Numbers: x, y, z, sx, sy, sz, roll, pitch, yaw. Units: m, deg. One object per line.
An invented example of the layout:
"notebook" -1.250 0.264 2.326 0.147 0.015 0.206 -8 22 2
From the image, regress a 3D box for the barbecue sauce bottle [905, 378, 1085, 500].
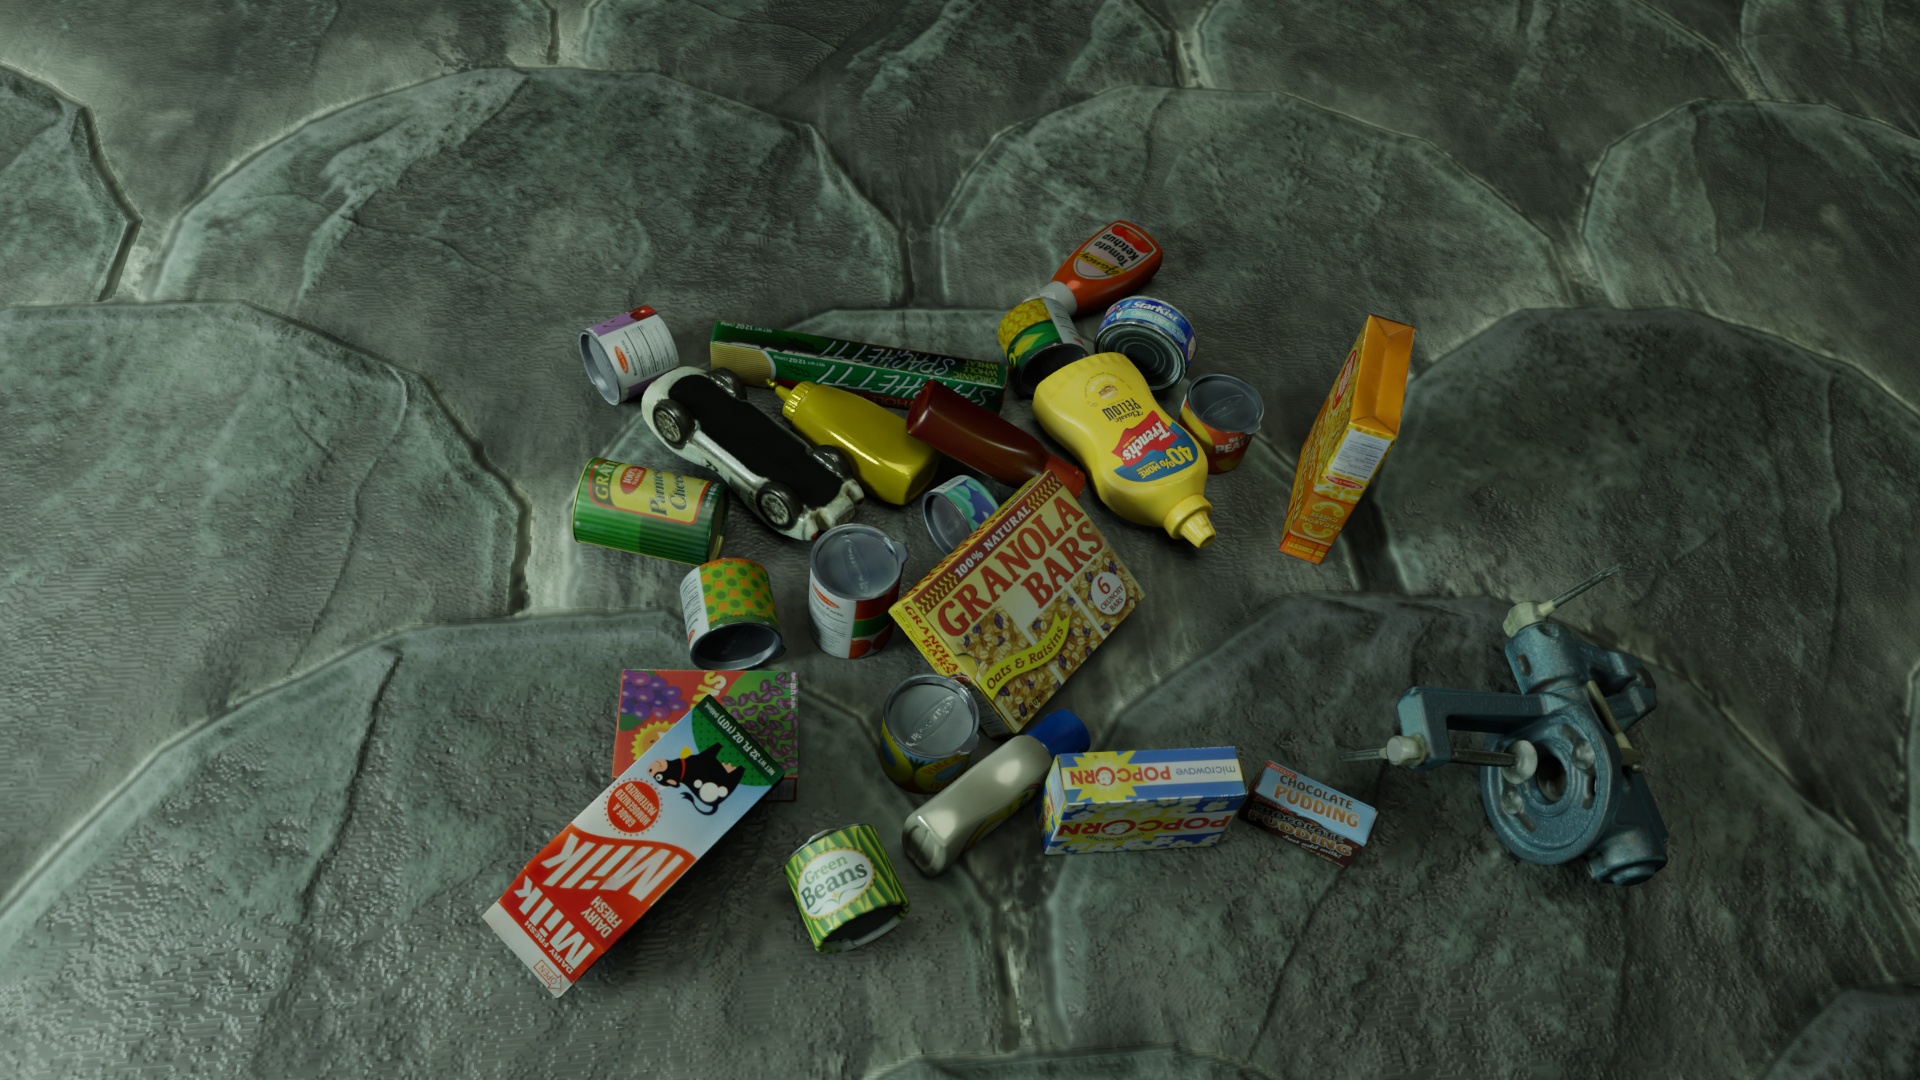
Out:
"barbecue sauce bottle" 0.030 -0.073 1.111 0.148 0.043 0.065 28 26 -15

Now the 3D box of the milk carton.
"milk carton" -0.202 0.190 0.870 0.191 0.073 0.072 -43 86 -14

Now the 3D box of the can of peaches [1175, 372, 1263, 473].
"can of peaches" 0.218 -0.097 1.176 0.071 0.057 0.071 4 54 -6

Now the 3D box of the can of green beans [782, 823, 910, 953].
"can of green beans" -0.073 0.224 0.893 0.071 0.071 0.058 -18 59 -20

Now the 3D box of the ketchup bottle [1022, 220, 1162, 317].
"ketchup bottle" 0.117 -0.238 1.274 0.065 0.043 0.149 40 59 20

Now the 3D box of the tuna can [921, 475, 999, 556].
"tuna can" 0.004 -0.014 1.079 0.033 0.070 0.071 -31 64 -27

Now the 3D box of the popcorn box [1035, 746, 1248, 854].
"popcorn box" 0.122 0.177 0.944 0.127 0.084 0.038 -1 55 -9

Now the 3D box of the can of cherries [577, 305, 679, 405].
"can of cherries" -0.273 -0.153 1.142 0.058 0.071 0.071 -30 63 -26

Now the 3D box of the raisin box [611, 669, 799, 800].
"raisin box" -0.174 0.134 0.961 0.123 0.039 0.086 2 55 -9

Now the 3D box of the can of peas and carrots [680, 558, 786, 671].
"can of peas and carrots" -0.164 0.054 1.005 0.071 0.070 0.059 -8 55 -14

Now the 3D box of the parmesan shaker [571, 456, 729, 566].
"parmesan shaker" -0.232 -0.022 1.051 0.103 0.071 0.072 11 53 0

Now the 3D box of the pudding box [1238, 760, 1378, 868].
"pudding box" 0.243 0.191 0.973 0.084 0.049 0.030 25 56 10

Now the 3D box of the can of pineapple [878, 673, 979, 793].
"can of pineapple" -0.022 0.137 0.969 0.071 0.057 0.071 4 54 -5

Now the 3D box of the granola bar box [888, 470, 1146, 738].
"granola bar box" 0.046 0.045 1.025 0.166 0.039 0.124 -43 99 -31

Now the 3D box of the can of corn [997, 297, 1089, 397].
"can of corn" 0.069 -0.166 1.201 0.071 0.070 0.058 -10 56 -15

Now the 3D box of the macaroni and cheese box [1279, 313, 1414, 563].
"macaroni and cheese box" 0.307 -0.078 1.107 0.040 0.165 0.124 18 54 5

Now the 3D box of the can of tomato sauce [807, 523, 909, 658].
"can of tomato sauce" -0.076 0.038 1.018 0.071 0.082 0.071 4 54 -6

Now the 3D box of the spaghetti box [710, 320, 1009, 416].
"spaghetti box" -0.085 -0.142 1.169 0.250 0.050 0.029 9 55 -2

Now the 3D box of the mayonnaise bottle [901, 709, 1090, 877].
"mayonnaise bottle" 0.027 0.169 0.953 0.149 0.064 0.041 -32 67 -31

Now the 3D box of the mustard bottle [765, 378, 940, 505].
"mustard bottle" -0.094 -0.090 1.130 0.160 0.048 0.065 33 47 16
